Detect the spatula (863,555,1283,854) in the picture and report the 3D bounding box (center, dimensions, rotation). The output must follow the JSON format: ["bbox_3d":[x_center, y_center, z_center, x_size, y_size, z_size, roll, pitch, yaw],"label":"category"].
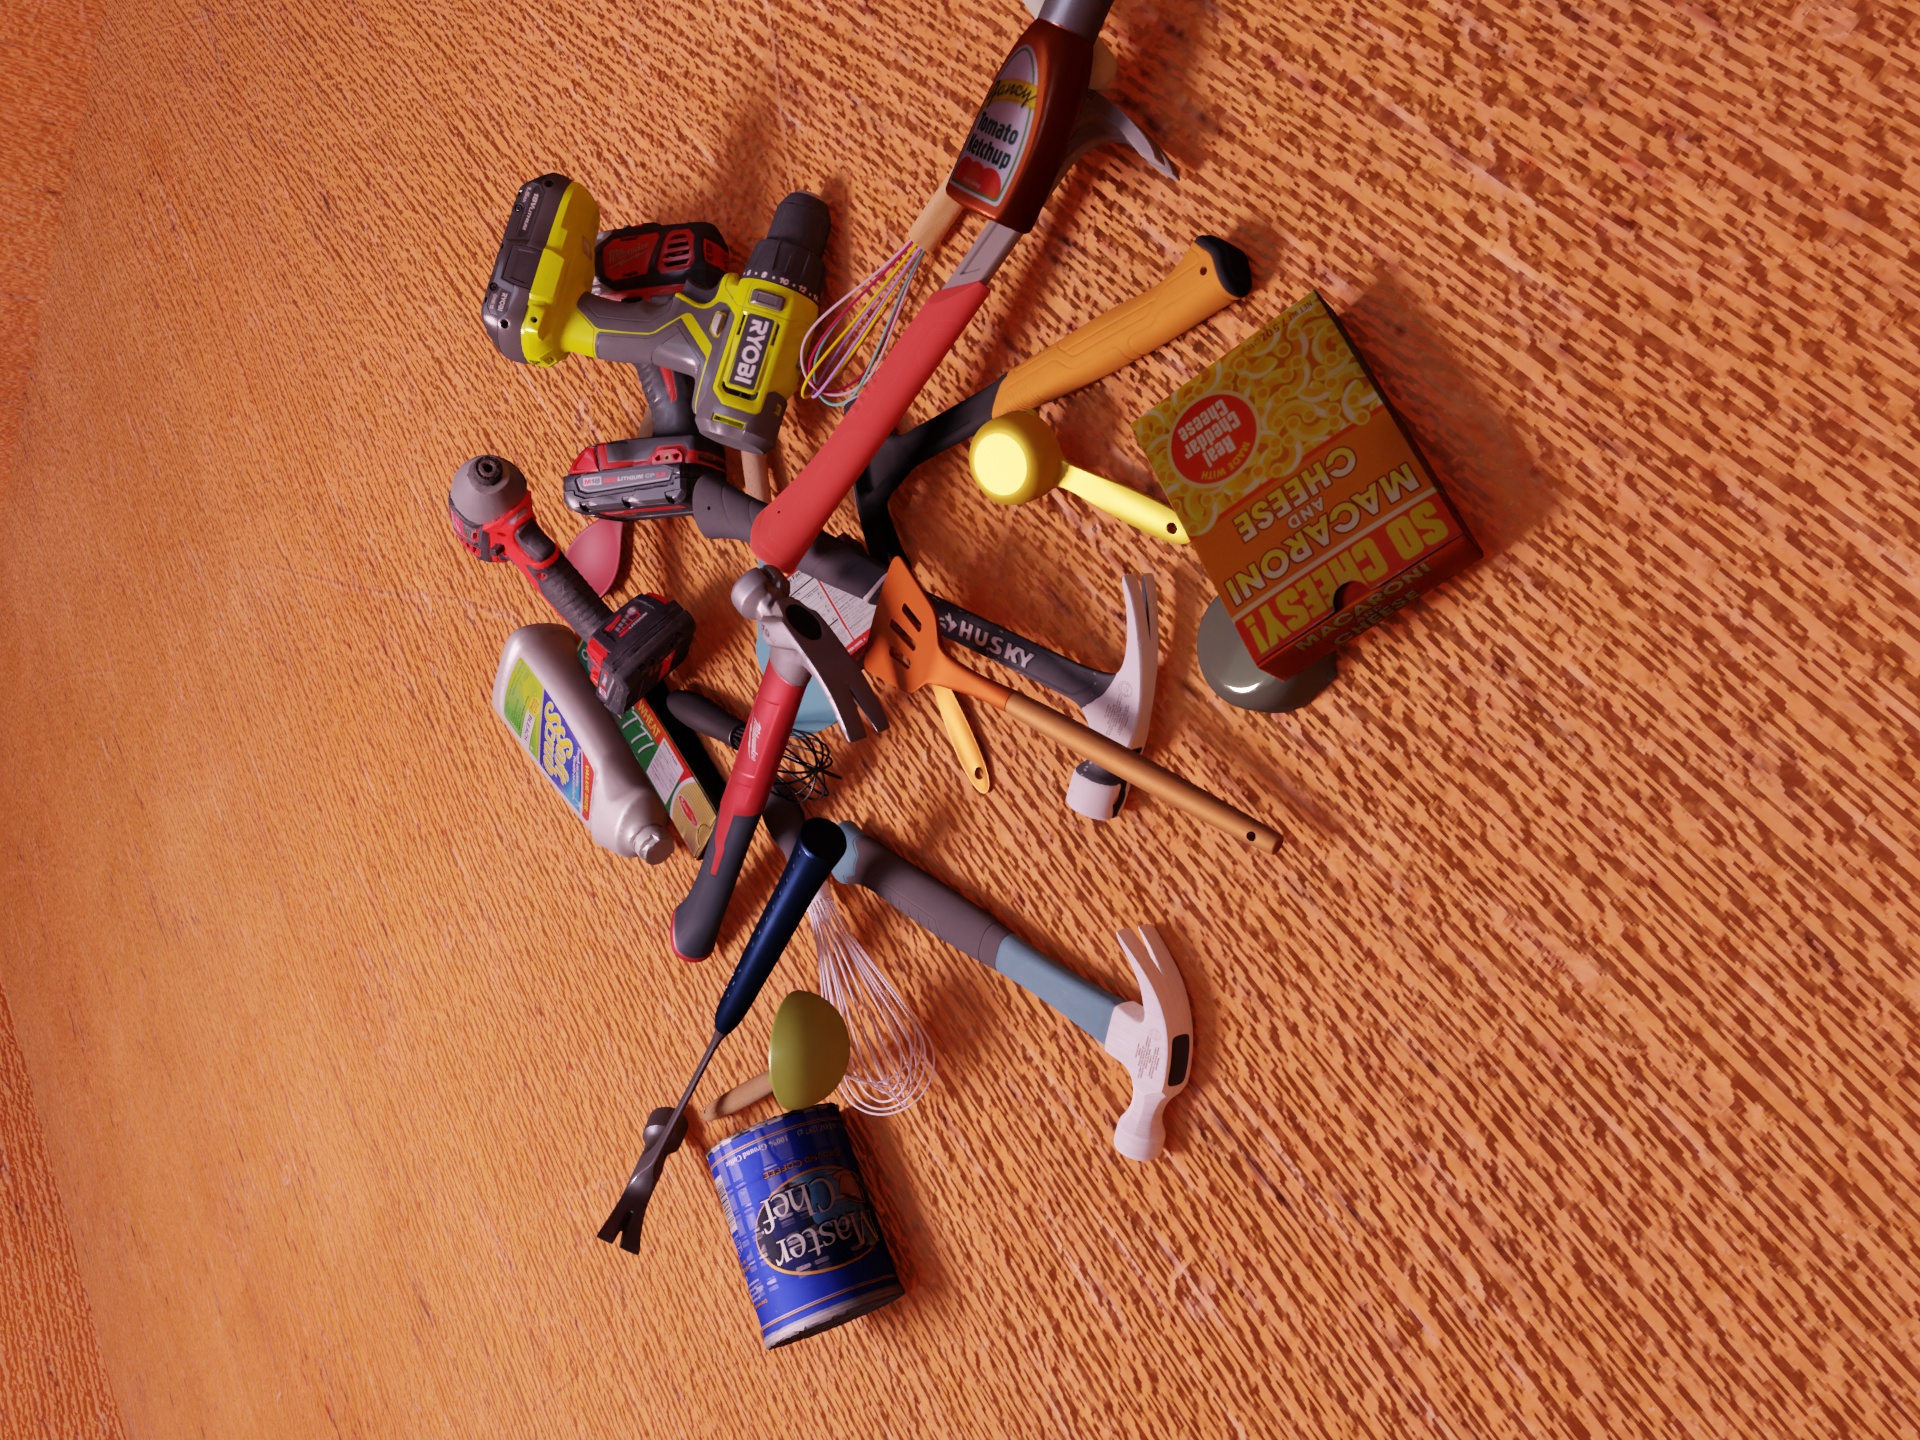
[{"bbox_3d":[0.055,-0.002,0.949,0.323,0.041,0.081,29,114,29],"label":"spatula"}]

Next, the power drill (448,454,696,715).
[{"bbox_3d":[-0.315,-0.116,1.256,0.219,0.078,0.143,45,159,0],"label":"power drill"}]

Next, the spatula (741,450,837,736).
[{"bbox_3d":[-0.142,-0.146,1.214,0.082,0.044,0.318,-26,68,45],"label":"spatula"}]

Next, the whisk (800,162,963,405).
[{"bbox_3d":[-0.040,-0.310,1.090,0.245,0.047,0.051,-48,57,31],"label":"whisk"}]

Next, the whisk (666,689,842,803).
[{"bbox_3d":[-0.166,0.012,1.223,0.239,0.055,0.055,24,108,50],"label":"whisk"}]

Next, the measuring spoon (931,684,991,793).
[{"bbox_3d":[-0.002,-0.003,1.080,0.021,0.011,0.117,-37,68,40],"label":"measuring spoon"}]

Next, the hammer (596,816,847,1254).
[{"bbox_3d":[-0.175,0.231,1.159,0.405,0.035,0.144,-61,7,32],"label":"hammer"}]

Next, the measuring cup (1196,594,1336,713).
[{"bbox_3d":[0.180,-0.082,0.866,0.083,0.038,0.167,36,116,40],"label":"measuring cup"}]

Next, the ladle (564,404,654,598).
[{"bbox_3d":[-0.270,-0.229,1.341,0.069,0.031,0.315,44,119,31],"label":"ladle"}]

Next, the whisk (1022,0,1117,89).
[{"bbox_3d":[0.037,-0.475,0.992,0.057,0.059,0.247,106,143,-56],"label":"whisk"}]

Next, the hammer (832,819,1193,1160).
[{"bbox_3d":[0.020,0.147,1.040,0.331,0.033,0.128,27,111,43],"label":"hammer"}]

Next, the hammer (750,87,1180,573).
[{"bbox_3d":[-0.016,-0.237,1.009,0.359,0.036,0.149,-52,51,16],"label":"hammer"}]

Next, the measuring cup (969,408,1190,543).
[{"bbox_3d":[0.070,-0.139,0.961,0.157,0.029,0.062,29,124,26],"label":"measuring cup"}]

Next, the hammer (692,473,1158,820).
[{"bbox_3d":[-0.038,-0.086,1.052,0.409,0.036,0.149,28,113,33],"label":"hammer"}]

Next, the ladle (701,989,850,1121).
[{"bbox_3d":[-0.152,0.260,1.152,0.320,0.062,0.078,139,143,-58],"label":"ladle"}]

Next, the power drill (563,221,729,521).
[{"bbox_3d":[-0.272,-0.275,1.258,0.188,0.080,0.227,-3,90,17],"label":"power drill"}]

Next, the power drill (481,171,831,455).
[{"bbox_3d":[-0.215,-0.317,1.168,0.228,0.080,0.190,17,89,3],"label":"power drill"}]

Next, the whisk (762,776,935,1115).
[{"bbox_3d":[-0.092,0.153,1.146,0.070,0.070,0.285,-50,52,34],"label":"whisk"}]

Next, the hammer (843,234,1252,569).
[{"bbox_3d":[0.045,-0.205,1.007,0.337,0.034,0.127,-21,75,44],"label":"hammer"}]

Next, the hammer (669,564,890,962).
[{"bbox_3d":[-0.148,0.072,1.140,0.143,0.038,0.386,52,141,24],"label":"hammer"}]
